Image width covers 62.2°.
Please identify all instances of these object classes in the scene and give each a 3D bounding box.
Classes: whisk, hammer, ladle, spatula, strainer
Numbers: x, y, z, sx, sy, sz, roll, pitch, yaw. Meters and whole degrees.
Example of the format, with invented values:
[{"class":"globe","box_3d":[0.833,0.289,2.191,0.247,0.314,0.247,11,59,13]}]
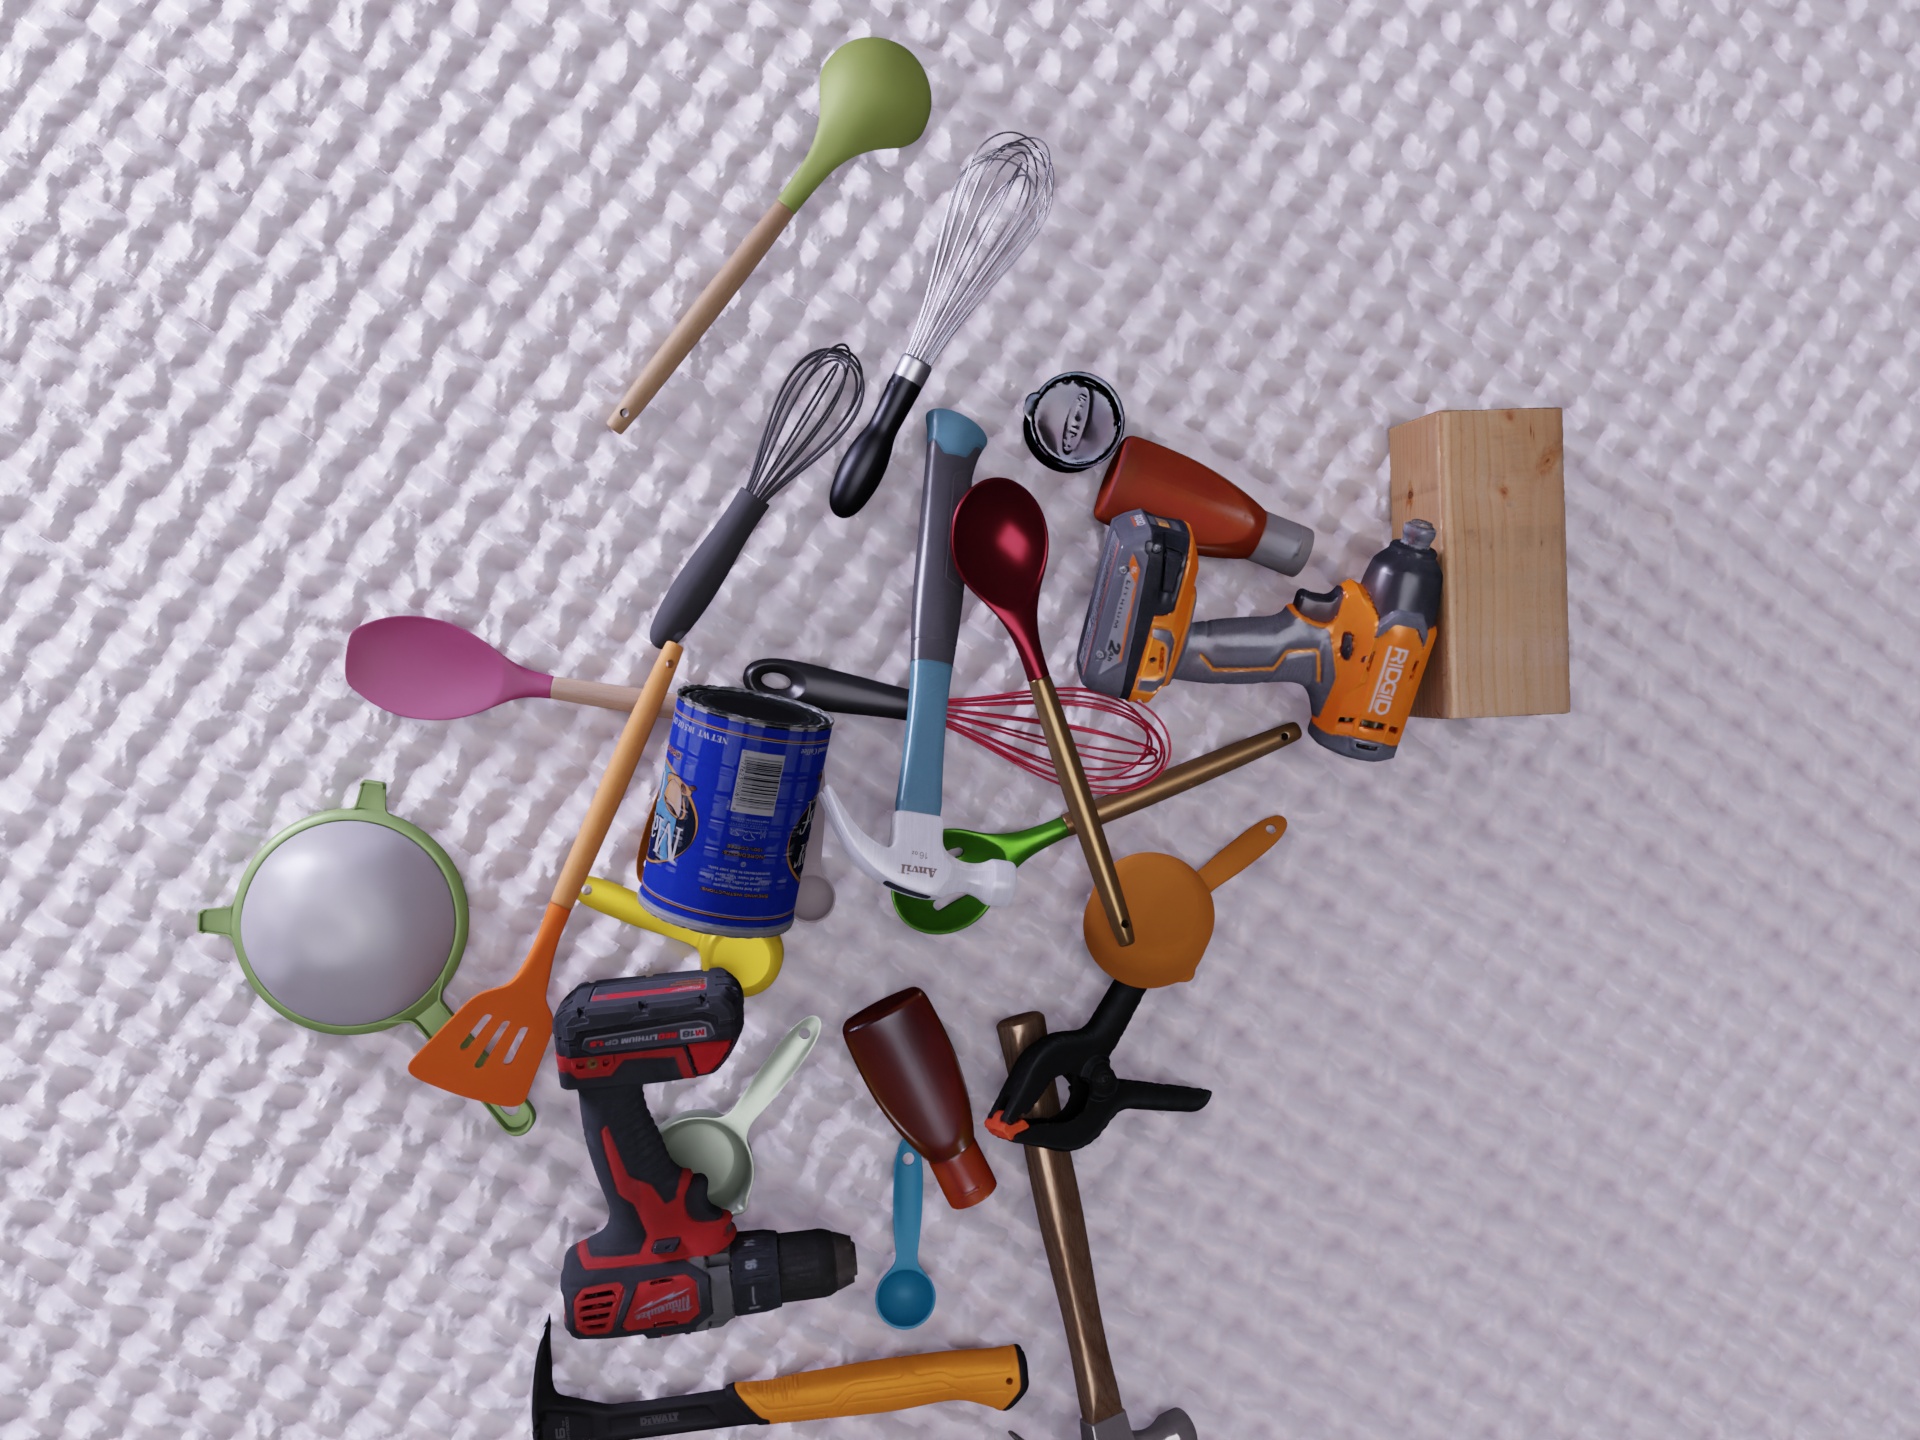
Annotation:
[{"class":"whisk","box_3d":[-0.002,-0.003,1.078,0.296,0.073,0.073,11,90,-1]},{"class":"hammer","box_3d":[-0.121,0.455,1.086,0.337,0.034,0.127,-4,93,-7]},{"class":"ladle","box_3d":[-0.133,-0.320,1.064,0.078,0.062,0.320,38,94,-9]},{"class":"spatula","box_3d":[-0.253,0.096,1.036,0.081,0.041,0.323,27,80,-28]},{"class":"whisk","box_3d":[-0.138,-0.148,1.063,0.055,0.055,0.239,34,92,-7]},{"class":"hammer","box_3d":[-0.016,-0.049,1.038,0.128,0.033,0.331,9,73,-13]},{"class":"ladle","box_3d":[0.061,-0.003,1.032,0.069,0.031,0.315,-19,93,-18]},{"class":"strainer","box_3d":[-0.366,0.175,1.027,0.151,0.069,0.256,-39,94,-5]},{"class":"hammer","box_3d":[0.072,0.367,1.097,0.130,0.031,0.331,-12,89,-28]},{"class":"whisk","box_3d":[-0.018,-0.264,1.070,0.070,0.070,0.284,28,93,-7]}]

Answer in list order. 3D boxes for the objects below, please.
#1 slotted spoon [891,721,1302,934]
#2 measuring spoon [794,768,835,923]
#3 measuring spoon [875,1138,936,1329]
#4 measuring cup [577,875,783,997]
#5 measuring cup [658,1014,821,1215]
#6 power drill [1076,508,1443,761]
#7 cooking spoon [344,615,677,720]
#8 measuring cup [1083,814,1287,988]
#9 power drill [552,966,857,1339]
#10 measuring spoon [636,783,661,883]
[{"class":"slotted spoon","box_3d":[0.097,0.066,1.106,0.314,0.031,0.070,-22,94,-8]},{"class":"measuring spoon","box_3d":[-0.103,0.076,1.089,0.034,0.018,0.124,0,85,-7]},{"class":"measuring spoon","box_3d":[-0.038,0.354,1.105,0.042,0.021,0.129,2,82,-7]},{"class":"measuring cup","box_3d":[-0.192,0.140,1.068,0.156,0.029,0.062,24,89,-10]},{"class":"measuring cup","box_3d":[-0.149,0.265,1.075,0.083,0.038,0.167,39,85,-7]},{"class":"power drill","box_3d":[0.205,-0.072,1.058,0.226,0.084,0.164,12,111,-5]},{"class":"cooking spoon","box_3d":[-0.247,-0.018,1.063,0.319,0.017,0.068,9,99,-7]},{"class":"measuring cup","box_3d":[0.162,0.110,1.092,0.173,0.052,0.095,-35,71,-14]},{"class":"power drill","box_3d":[-0.166,0.279,1.017,0.188,0.080,0.226,-5,95,-7]},{"class":"measuring spoon","box_3d":[-0.197,0.056,1.070,0.021,0.011,0.117,16,101,-13]}]
